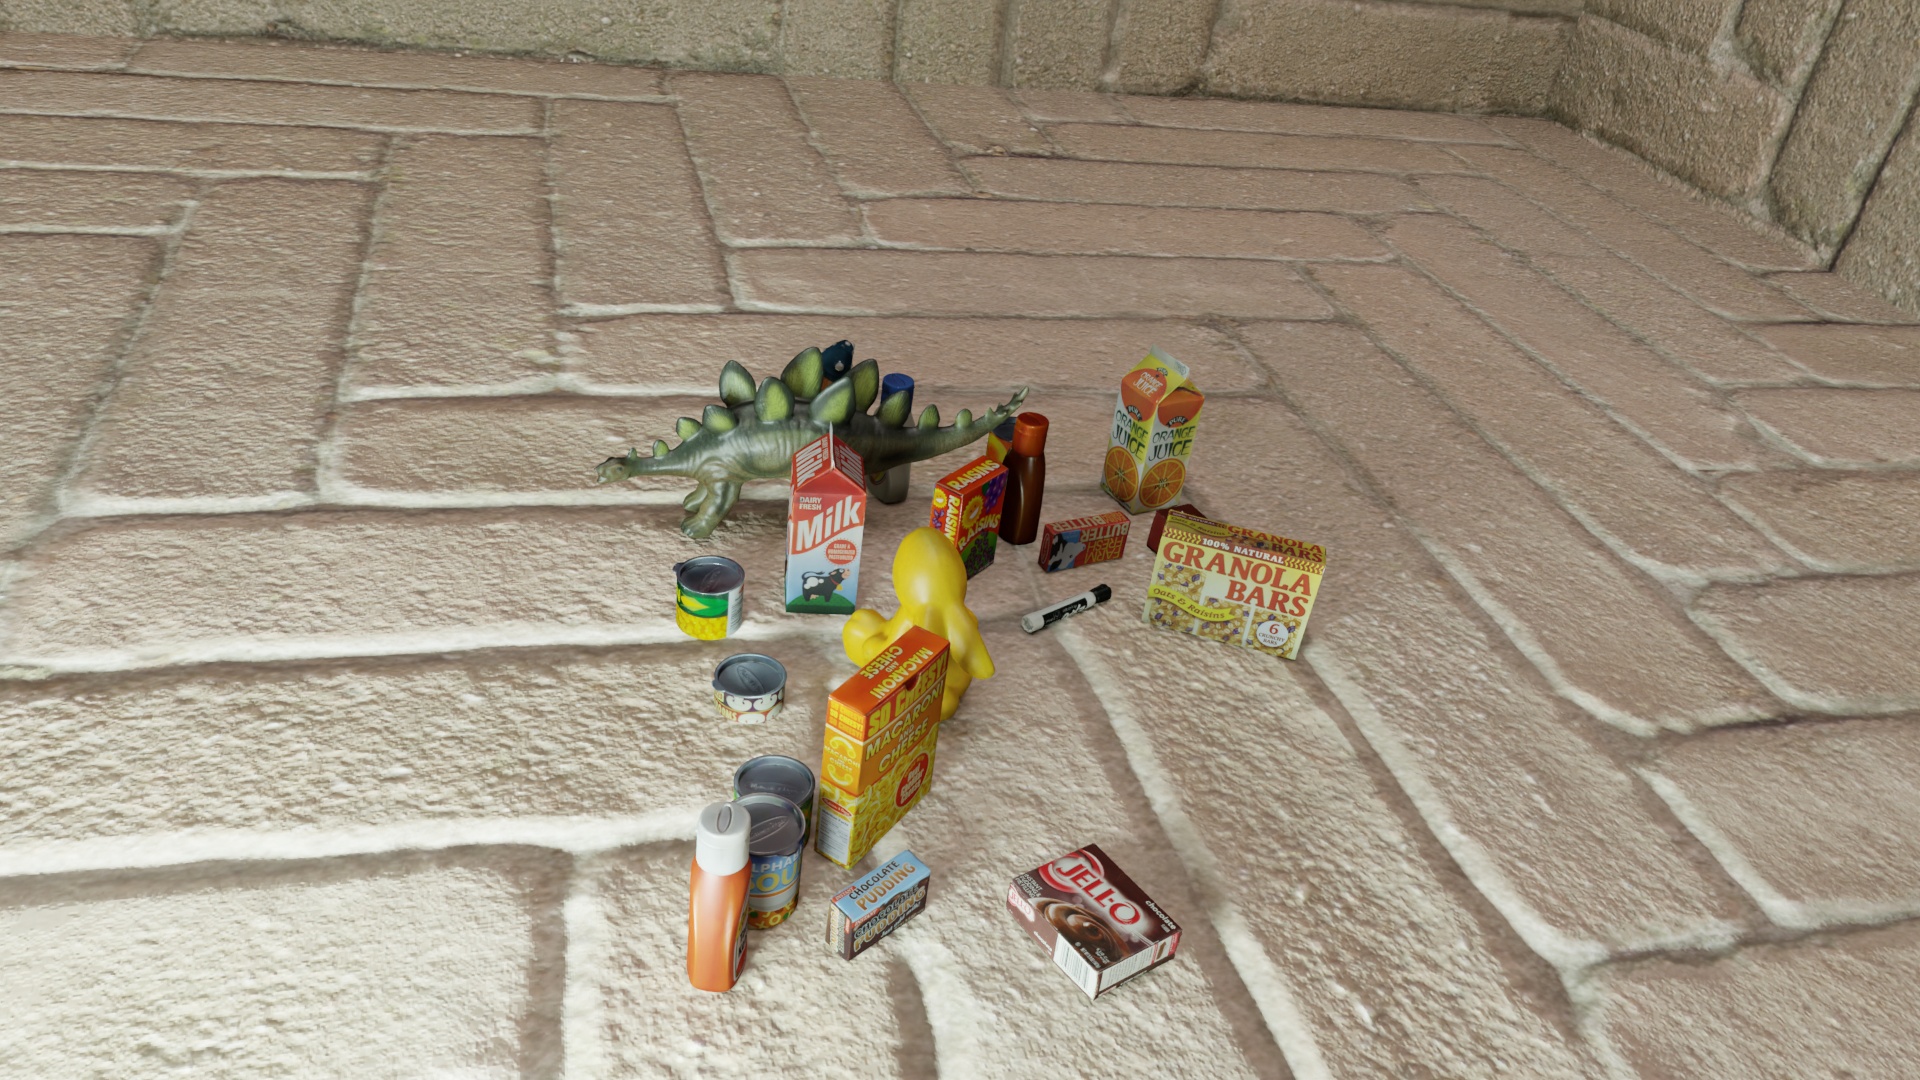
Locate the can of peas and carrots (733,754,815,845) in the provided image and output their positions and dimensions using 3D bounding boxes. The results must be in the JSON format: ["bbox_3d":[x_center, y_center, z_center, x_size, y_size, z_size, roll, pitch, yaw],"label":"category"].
[{"bbox_3d":[-0.154,0.221,1.138,0.071,0.058,0.071,6,33,-4],"label":"can of peas and carrots"}]

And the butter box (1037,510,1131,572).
[{"bbox_3d":[0.138,0.001,1.548,0.104,0.052,0.024,-10,37,-27],"label":"butter box"}]

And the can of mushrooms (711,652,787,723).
[{"bbox_3d":[-0.196,0.137,1.281,0.071,0.033,0.071,6,33,-4],"label":"can of mushrooms"}]

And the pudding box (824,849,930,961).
[{"bbox_3d":[-0.064,0.281,1.074,0.030,0.049,0.084,33,40,33],"label":"pudding box"}]

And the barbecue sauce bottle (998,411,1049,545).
[{"bbox_3d":[0.070,-0.071,1.556,0.044,0.147,0.065,-10,37,-27],"label":"barbecue sauce bottle"}]

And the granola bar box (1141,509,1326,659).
[{"bbox_3d":[0.284,0.046,1.448,0.166,0.123,0.039,14,33,9],"label":"granola bar box"}]

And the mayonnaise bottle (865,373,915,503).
[{"bbox_3d":[-0.079,-0.119,1.596,0.041,0.147,0.065,-12,38,-29],"label":"mayonnaise bottle"}]

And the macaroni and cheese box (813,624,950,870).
[{"bbox_3d":[-0.063,0.169,1.139,0.040,0.165,0.124,24,36,23],"label":"macaroni and cheese box"}]

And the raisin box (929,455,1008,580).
[{"bbox_3d":[0.005,-0.019,1.484,0.040,0.122,0.086,28,37,27],"label":"raisin box"}]

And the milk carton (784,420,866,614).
[{"bbox_3d":[-0.136,-0.021,1.394,0.073,0.189,0.073,2,33,-10],"label":"milk carton"}]

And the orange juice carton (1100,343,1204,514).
[{"bbox_3d":[0.230,-0.133,1.648,0.073,0.191,0.072,-12,38,-29],"label":"orange juice carton"}]

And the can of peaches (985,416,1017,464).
[{"bbox_3d":[0.064,-0.112,1.702,0.071,0.057,0.071,6,33,-4],"label":"can of peaches"}]

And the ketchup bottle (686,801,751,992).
[{"bbox_3d":[-0.173,0.254,1.000,0.043,0.148,0.065,6,33,-3],"label":"ketchup bottle"}]

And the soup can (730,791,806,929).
[{"bbox_3d":[-0.154,0.249,1.071,0.071,0.083,0.072,6,33,-4],"label":"soup can"}]

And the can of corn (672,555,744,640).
[{"bbox_3d":[-0.250,0.056,1.370,0.071,0.058,0.071,6,33,-4],"label":"can of corn"}]
